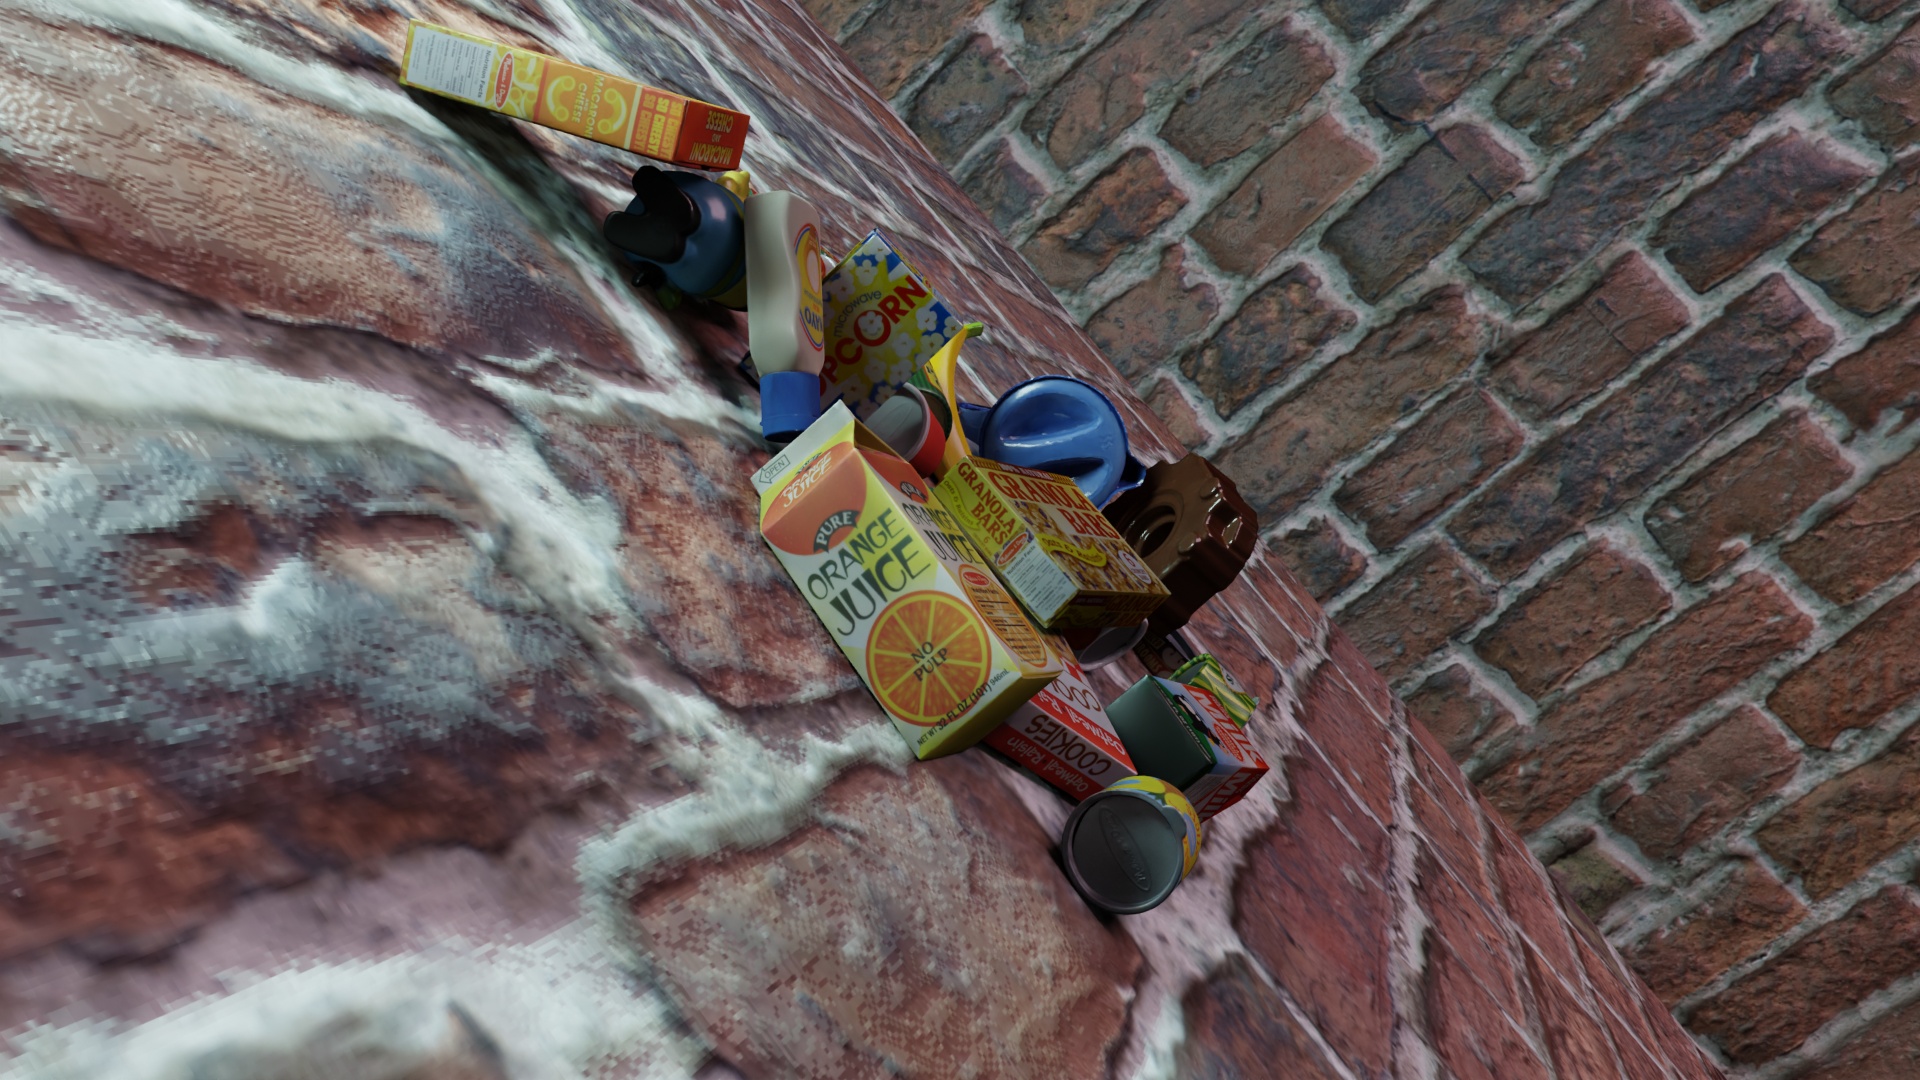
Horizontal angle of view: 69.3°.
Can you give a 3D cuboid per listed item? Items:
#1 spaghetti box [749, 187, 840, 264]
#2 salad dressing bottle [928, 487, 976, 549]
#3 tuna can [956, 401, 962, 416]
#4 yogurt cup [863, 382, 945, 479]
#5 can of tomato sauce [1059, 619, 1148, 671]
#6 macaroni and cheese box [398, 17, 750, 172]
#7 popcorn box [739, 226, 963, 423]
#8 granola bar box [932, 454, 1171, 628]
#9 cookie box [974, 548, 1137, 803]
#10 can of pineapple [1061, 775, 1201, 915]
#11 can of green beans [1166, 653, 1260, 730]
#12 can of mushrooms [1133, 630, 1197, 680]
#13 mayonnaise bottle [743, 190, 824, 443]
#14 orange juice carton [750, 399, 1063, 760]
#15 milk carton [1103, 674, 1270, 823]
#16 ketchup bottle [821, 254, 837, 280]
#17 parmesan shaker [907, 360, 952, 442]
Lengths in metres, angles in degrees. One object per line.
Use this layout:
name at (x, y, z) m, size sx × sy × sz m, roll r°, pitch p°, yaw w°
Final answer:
spaghetti box at (-0.112, -0.232, 1.262) m, size 0.249 × 0.028 × 0.050 m, roll 33°, pitch 20°, yaw -46°
salad dressing bottle at (0.004, -0.013, 1.001) m, size 0.064 × 0.044 × 0.148 m, roll 56°, pitch 17°, yaw 20°
tuna can at (-0.034, -0.124, 1.199) m, size 0.071 × 0.032 × 0.071 m, roll 45°, pitch 14°, yaw -14°
yogurt cup at (-0.045, -0.073, 0.977) m, size 0.072 × 0.072 × 0.054 m, roll 55°, pitch 7°, yaw 24°
can of tomato sauce at (0.093, 0.048, 1.057) m, size 0.083 × 0.071 × 0.071 m, roll 57°, pitch 16°, yaw 27°
macaroni and cheese box at (-0.224, -0.262, 0.829) m, size 0.166 × 0.040 × 0.124 m, roll 18°, pitch 15°, yaw 4°
popcorn box at (-0.071, -0.131, 0.917) m, size 0.085 × 0.126 × 0.038 m, roll 45°, pitch 10°, yaw -14°
granola bar box at (0.066, 0.004, 0.958) m, size 0.124 × 0.039 × 0.166 m, roll 51°, pitch 19°, yaw 21°
cookie box at (0.031, 0.075, 0.858) m, size 0.122 × 0.040 × 0.168 m, roll 37°, pitch 17°, yaw -39°
can of pineapple at (0.096, 0.164, 0.756) m, size 0.071 × 0.071 × 0.058 m, roll 52°, pitch 14°, yaw 14°
can of green beans at (0.200, 0.135, 1.145) m, size 0.058 × 0.071 × 0.071 m, roll 48°, pitch 14°, yaw -2°
can of mushrooms at (0.184, 0.099, 1.261) m, size 0.071 × 0.033 × 0.071 m, roll 45°, pitch 15°, yaw -15°
mayonnaise bottle at (-0.107, -0.136, 0.856) m, size 0.065 × 0.041 × 0.148 m, roll 23°, pitch 63°, yaw -74°
orange juice carton at (-0.037, 0.017, 0.743) m, size 0.193 × 0.071 × 0.073 m, roll 53°, pitch 14°, yaw 17°
milk carton at (0.151, 0.148, 0.951) m, size 0.072 × 0.073 × 0.190 m, roll 55°, pitch 15°, yaw 25°
ketchup bottle at (-0.140, -0.221, 1.122) m, size 0.065 × 0.043 × 0.149 m, roll 46°, pitch 13°, yaw 9°
parmesan shaker at (-0.047, -0.110, 1.062) m, size 0.071 × 0.071 × 0.103 m, roll 39°, pitch 17°, yaw -33°
